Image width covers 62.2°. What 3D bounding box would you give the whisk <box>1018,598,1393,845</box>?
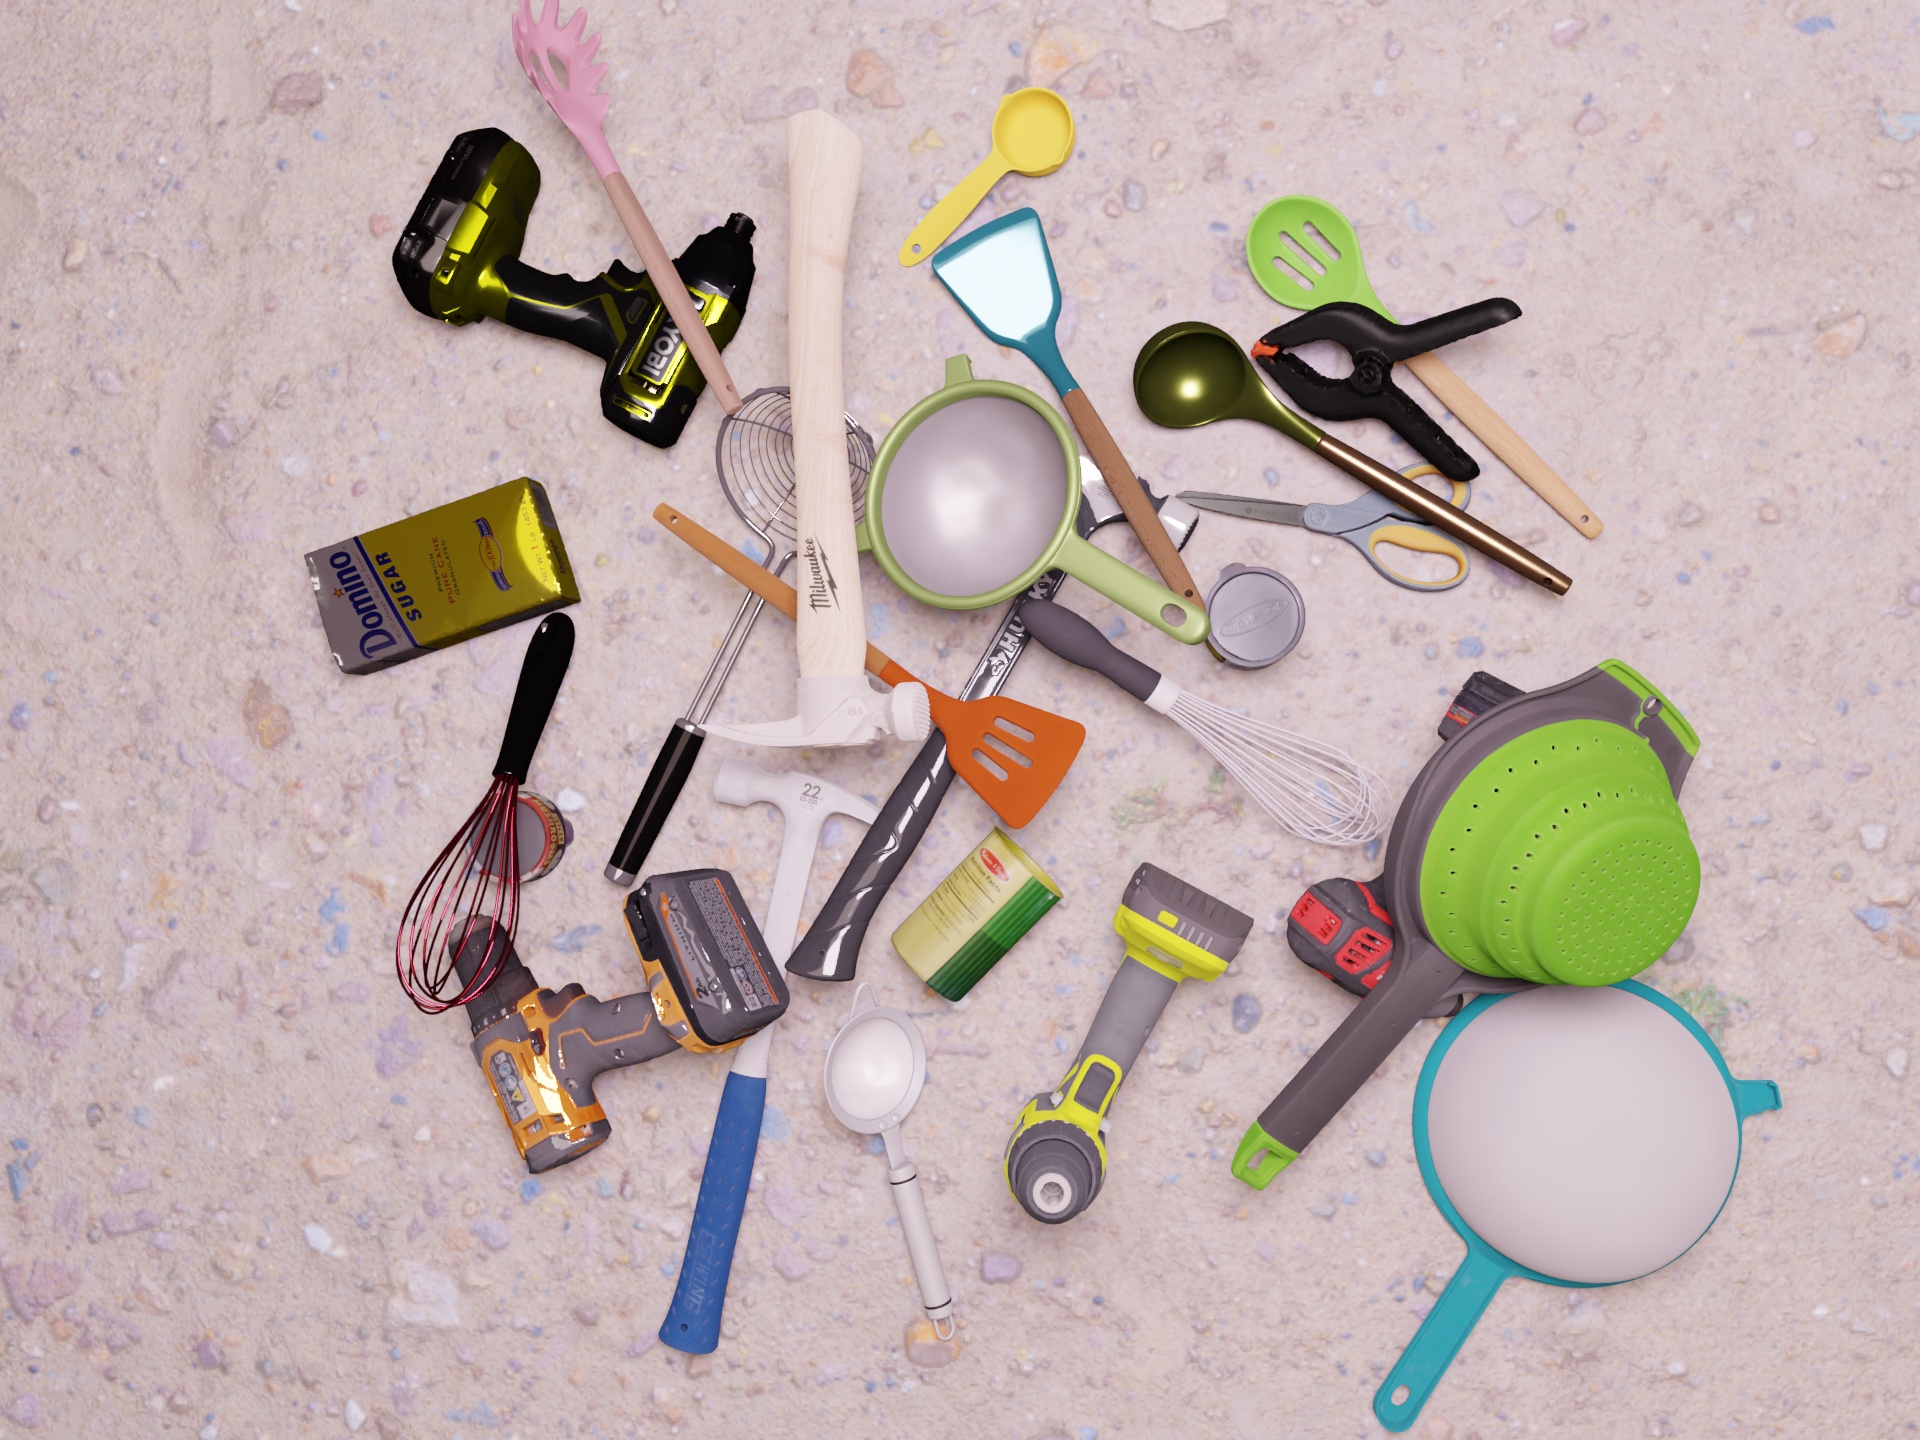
[{"bbox_3d":[0.159,0.000,1.048,0.284,0.070,0.070,31,92,-4],"label":"whisk"}]

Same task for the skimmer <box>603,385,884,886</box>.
[{"bbox_3d":[-0.167,-0.051,1.090,0.127,0.090,0.363,26,91,6],"label":"skimmer"}]

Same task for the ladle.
[{"bbox_3d":[0.257,-0.166,1.050,0.320,0.062,0.078,33,131,10],"label":"ladle"}]

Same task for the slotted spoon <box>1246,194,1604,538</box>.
[{"bbox_3d":[0.316,-0.235,1.074,0.314,0.031,0.070,45,107,3],"label":"slotted spoon"}]

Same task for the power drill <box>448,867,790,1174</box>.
[{"bbox_3d":[-0.246,0.180,1.082,0.226,0.084,0.185,-34,76,22],"label":"power drill"}]

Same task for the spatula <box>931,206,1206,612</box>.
[{"bbox_3d":[0.084,-0.203,1.070,0.082,0.044,0.318,-27,70,1],"label":"spatula"}]

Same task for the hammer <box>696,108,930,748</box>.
[{"bbox_3d":[-0.099,-0.187,1.021,0.146,0.038,0.411,-3,84,14],"label":"hammer"}]

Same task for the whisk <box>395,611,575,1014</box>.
[{"bbox_3d":[-0.314,0.057,1.085,0.073,0.073,0.296,9,67,6],"label":"whisk"}]

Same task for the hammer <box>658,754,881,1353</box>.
[{"bbox_3d":[-0.140,0.237,1.107,0.144,0.035,0.405,12,90,7],"label":"hammer"}]

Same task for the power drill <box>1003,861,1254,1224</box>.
[{"bbox_3d":[0.098,0.208,1.008,0.080,0.190,0.228,28,87,6],"label":"power drill"}]

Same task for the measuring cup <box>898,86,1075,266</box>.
[{"bbox_3d":[0.017,-0.375,1.117,0.156,0.029,0.062,-42,84,15],"label":"measuring cup"}]

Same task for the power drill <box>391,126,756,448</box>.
[{"bbox_3d":[-0.264,-0.314,1.118,0.223,0.080,0.171,27,87,3],"label":"power drill"}]

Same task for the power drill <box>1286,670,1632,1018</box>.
[{"bbox_3d":[0.323,0.092,1.025,0.143,0.079,0.219,33,97,-27],"label":"power drill"}]

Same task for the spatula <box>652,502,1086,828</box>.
[{"bbox_3d":[-0.069,-0.050,1.041,0.322,0.041,0.081,35,86,3],"label":"spatula"}]

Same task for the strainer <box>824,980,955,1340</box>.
[{"bbox_3d":[-0.045,0.303,1.093,0.087,0.050,0.258,-17,92,-38],"label":"strainer"}]

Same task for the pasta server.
[{"bbox_3d":[-0.220,-0.347,1.070,0.060,0.040,0.316,-23,81,-34],"label":"pasta server"}]

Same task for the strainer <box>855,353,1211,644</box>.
[{"bbox_3d":[0.058,-0.114,1.017,0.256,0.069,0.151,34,97,23],"label":"strainer"}]

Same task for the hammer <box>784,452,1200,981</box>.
[{"bbox_3d":[-0.002,-0.003,1.075,0.149,0.036,0.409,30,84,8],"label":"hammer"}]

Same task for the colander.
[{"bbox_3d":[0.313,0.152,0.954,0.204,0.095,0.397,35,98,-27],"label":"colander"}]

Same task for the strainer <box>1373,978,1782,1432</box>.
[{"bbox_3d":[0.370,0.323,1.018,0.211,0.095,0.340,33,91,6],"label":"strainer"}]
